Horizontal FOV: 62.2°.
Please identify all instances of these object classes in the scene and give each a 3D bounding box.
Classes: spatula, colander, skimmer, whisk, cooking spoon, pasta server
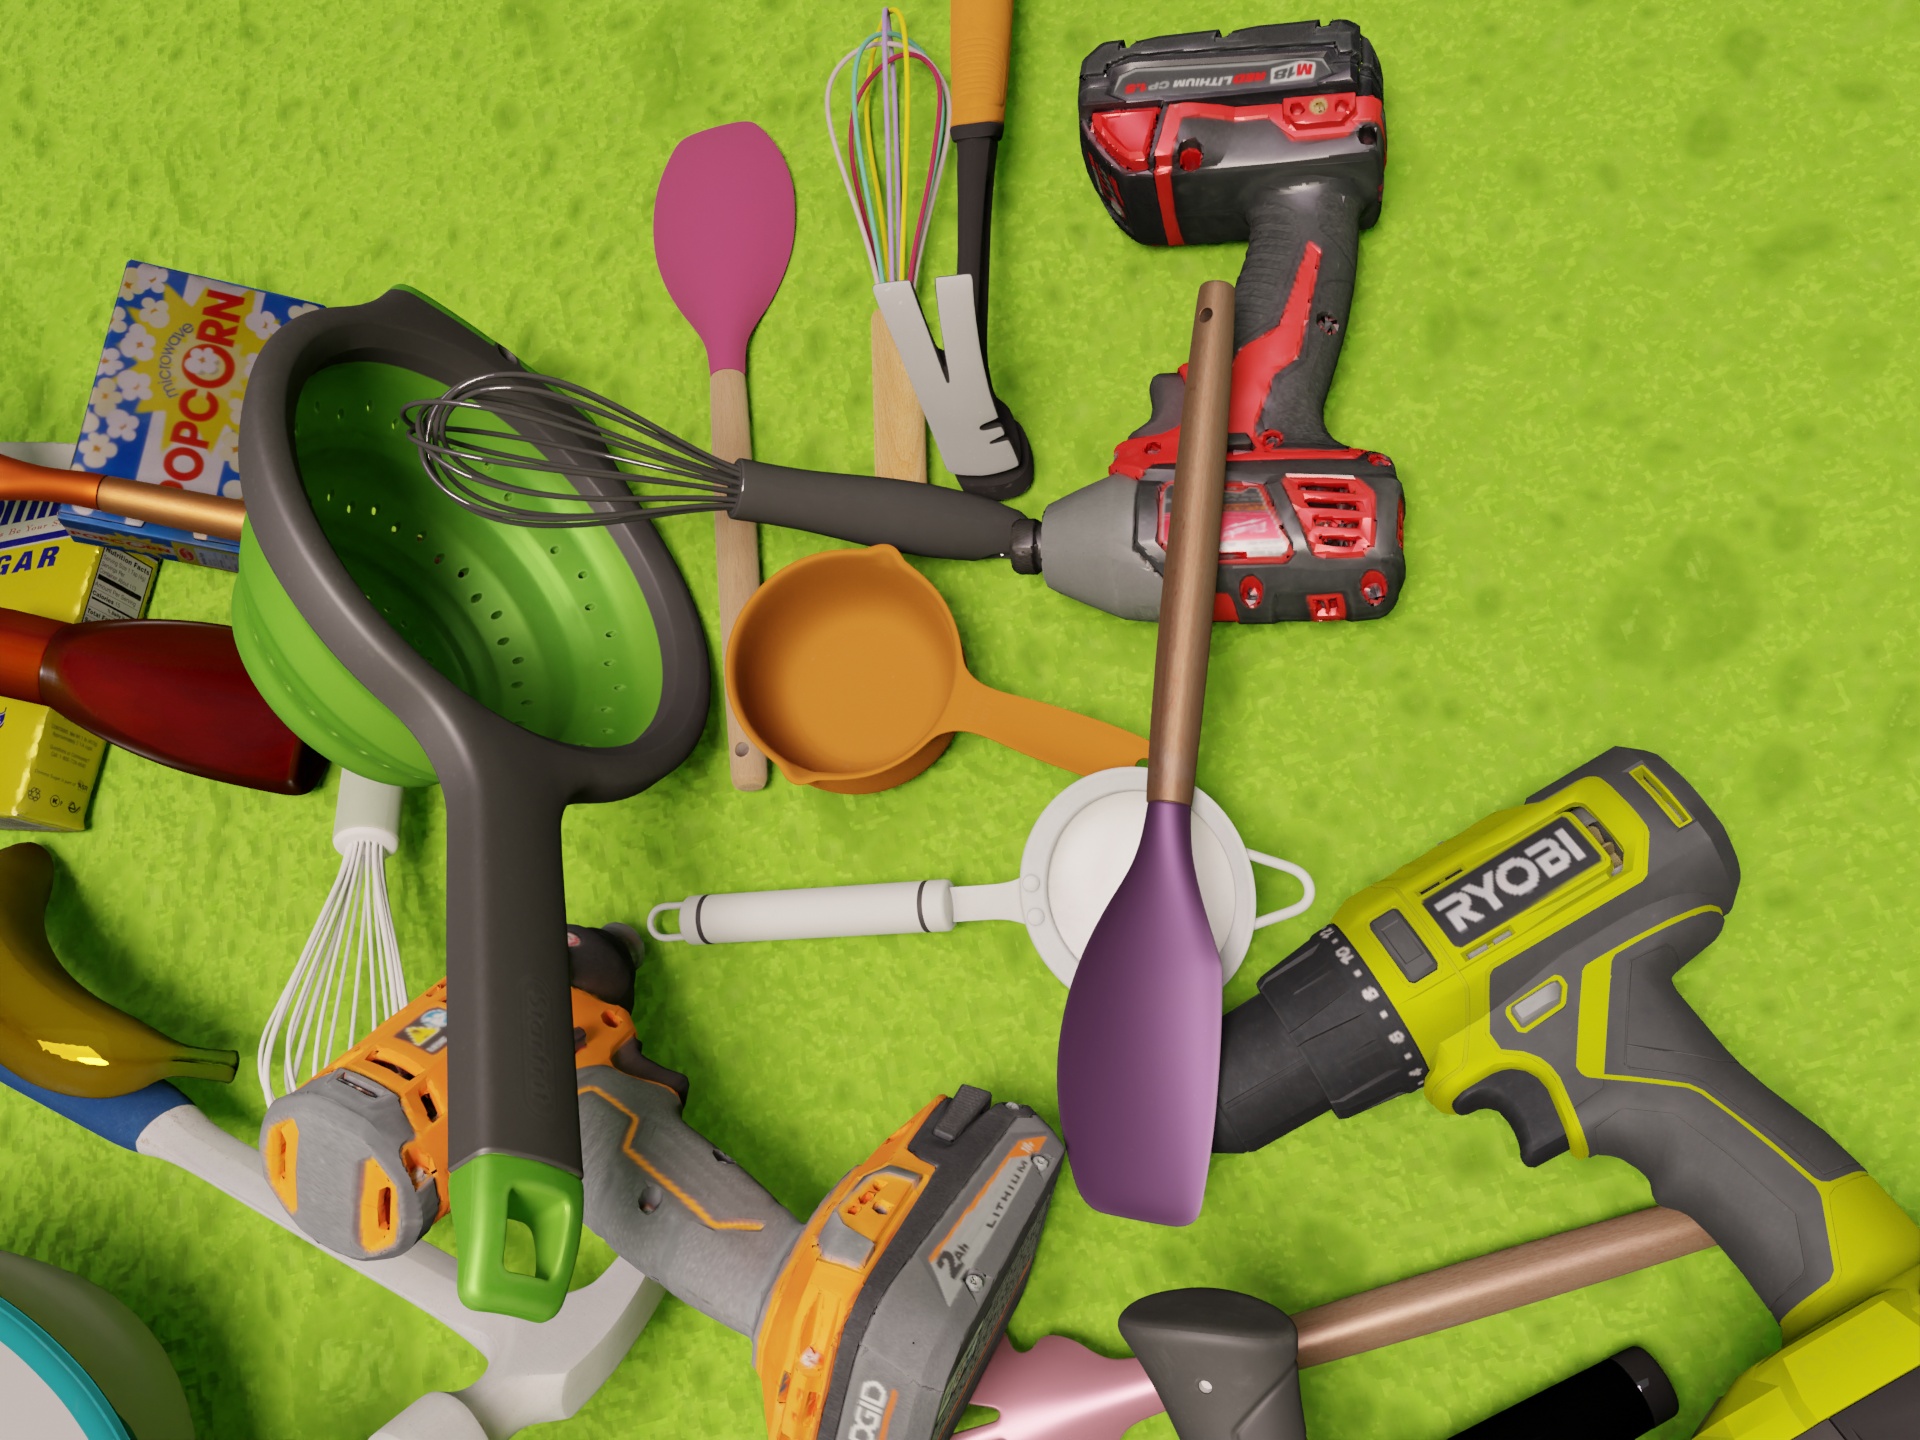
[{"bbox_3d":[-0.328,-0.091,0.650,0.322,0.041,0.081,11,73,-6],"label":"spatula"},{"bbox_3d":[-0.179,0.018,0.538,0.094,0.204,0.398,-34,47,21],"label":"colander"},{"bbox_3d":[0.037,0.256,0.489,0.363,0.127,0.090,-24,43,-5],"label":"skimmer"},{"bbox_3d":[-0.230,0.055,0.616,0.058,0.059,0.247,-31,49,29],"label":"whisk"},{"bbox_3d":[-0.097,-0.123,0.673,0.069,0.017,0.319,-10,70,12],"label":"cooking spoon"},{"bbox_3d":[0.070,0.003,0.529,0.060,0.018,0.316,0,78,36],"label":"spatula"},{"bbox_3d":[-0.080,-0.086,0.581,0.238,0.055,0.055,7,71,-23],"label":"whisk"},{"bbox_3d":[-0.027,-0.187,0.668,0.047,0.051,0.245,-13,72,38],"label":"whisk"},{"bbox_3d":[0.115,0.198,0.512,0.316,0.040,0.060,-19,69,4],"label":"pasta server"}]

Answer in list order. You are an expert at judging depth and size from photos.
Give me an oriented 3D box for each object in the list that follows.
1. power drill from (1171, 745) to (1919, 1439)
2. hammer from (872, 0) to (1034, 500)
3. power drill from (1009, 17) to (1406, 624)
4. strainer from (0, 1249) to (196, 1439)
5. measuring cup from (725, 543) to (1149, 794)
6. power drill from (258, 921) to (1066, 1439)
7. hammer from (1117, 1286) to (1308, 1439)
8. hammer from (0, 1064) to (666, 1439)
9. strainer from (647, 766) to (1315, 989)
[{"bbox_3d":[0.184,0.136,0.465,0.190,0.080,0.229,-31,51,2],"label":"power drill"},{"bbox_3d":[0.005,-0.264,0.648,0.034,0.127,0.337,-4,66,13],"label":"hammer"},{"bbox_3d":[0.093,-0.142,0.600,0.143,0.078,0.220,0,76,15],"label":"power drill"},{"bbox_3d":[-0.292,0.263,0.558,0.340,0.095,0.211,-2,99,7],"label":"strainer"},{"bbox_3d":[-0.001,-0.002,0.595,0.173,0.052,0.095,19,79,9],"label":"measuring cup"},{"bbox_3d":[-0.086,0.140,0.529,0.226,0.164,0.084,20,117,15],"label":"power drill"},{"bbox_3d":[0.123,0.308,0.412,0.146,0.035,0.335,-27,82,22],"label":"hammer"},{"bbox_3d":[-0.285,0.156,0.598,0.406,0.144,0.035,16,115,27],"label":"hammer"},{"bbox_3d":[0.000,0.065,0.576,0.258,0.050,0.087,-6,90,19],"label":"strainer"}]
